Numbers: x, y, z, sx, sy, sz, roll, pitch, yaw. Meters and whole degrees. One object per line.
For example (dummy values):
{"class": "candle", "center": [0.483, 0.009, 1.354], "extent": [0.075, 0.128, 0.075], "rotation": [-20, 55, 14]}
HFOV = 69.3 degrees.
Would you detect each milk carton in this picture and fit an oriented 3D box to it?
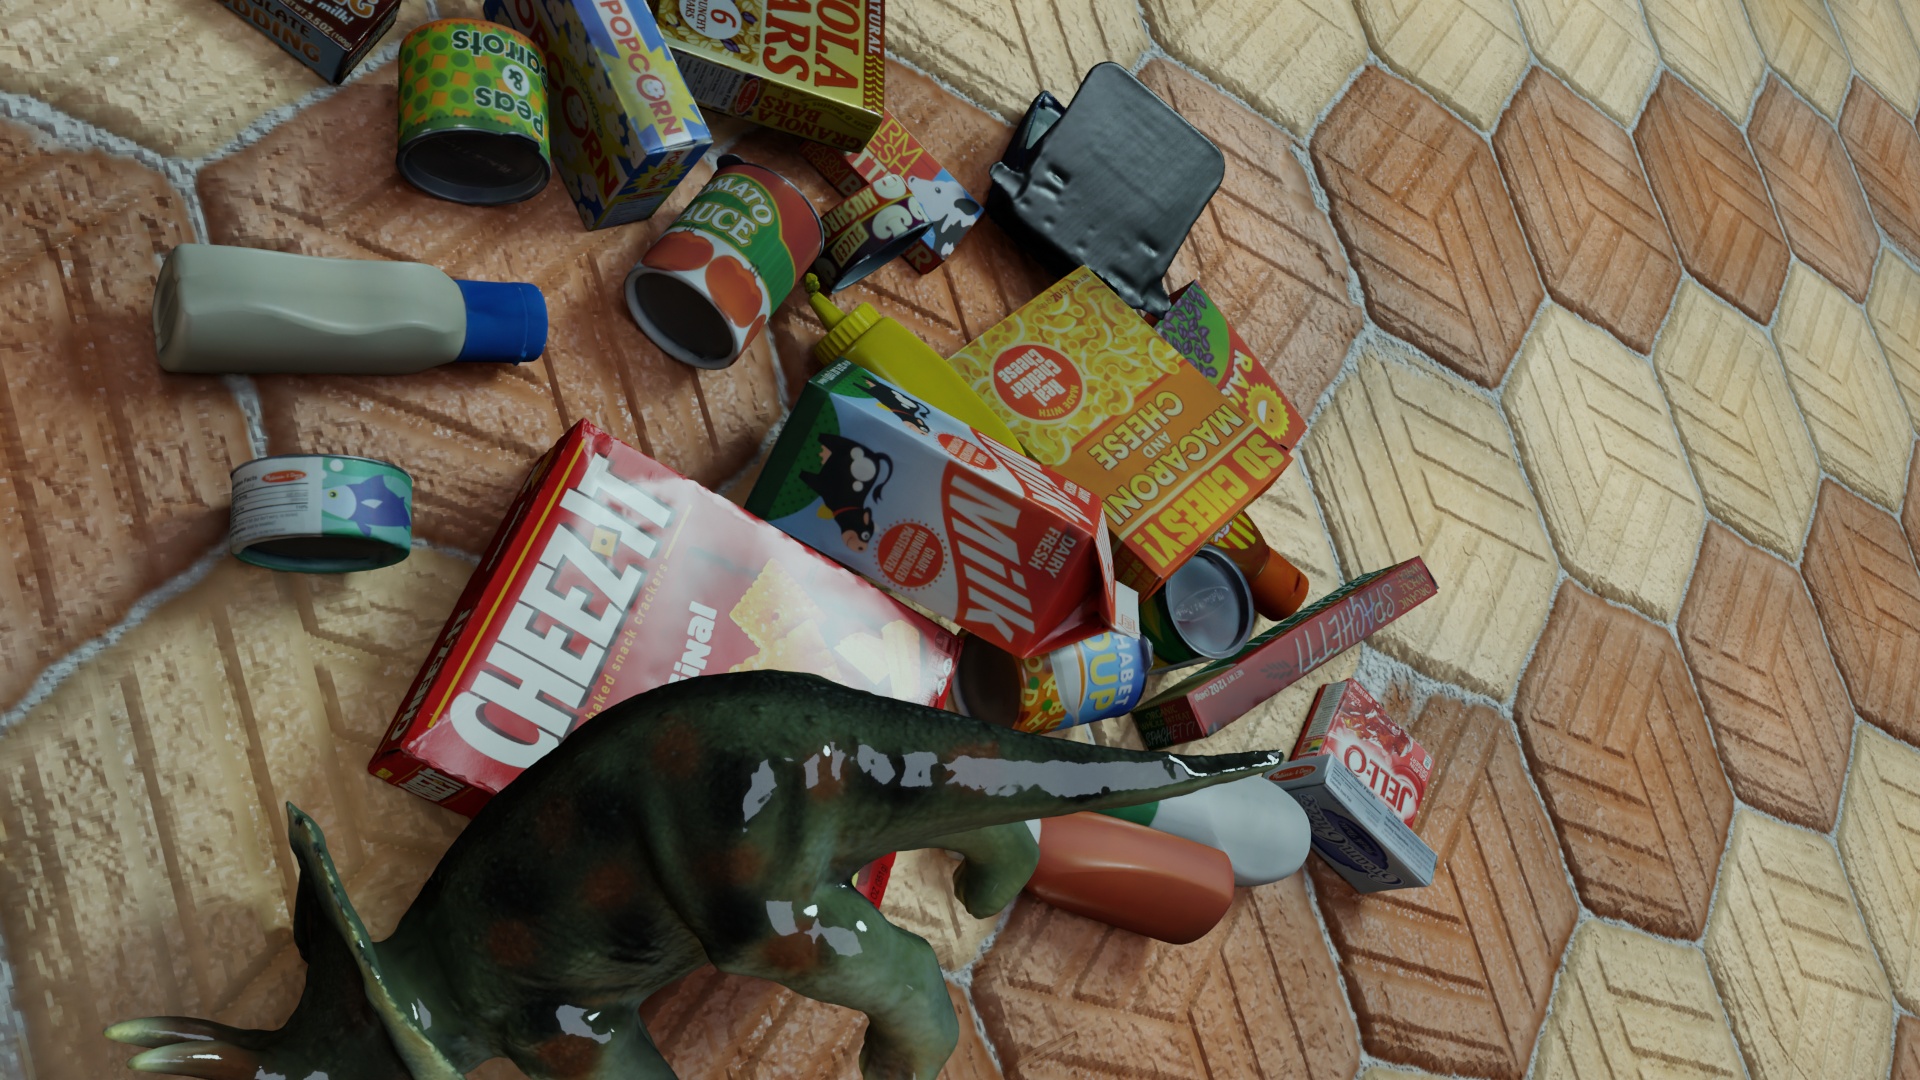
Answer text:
{"class": "milk carton", "center": [0.002, -0.008, 0.670], "extent": [0.190, 0.073, 0.072], "rotation": [28, 18, -2]}

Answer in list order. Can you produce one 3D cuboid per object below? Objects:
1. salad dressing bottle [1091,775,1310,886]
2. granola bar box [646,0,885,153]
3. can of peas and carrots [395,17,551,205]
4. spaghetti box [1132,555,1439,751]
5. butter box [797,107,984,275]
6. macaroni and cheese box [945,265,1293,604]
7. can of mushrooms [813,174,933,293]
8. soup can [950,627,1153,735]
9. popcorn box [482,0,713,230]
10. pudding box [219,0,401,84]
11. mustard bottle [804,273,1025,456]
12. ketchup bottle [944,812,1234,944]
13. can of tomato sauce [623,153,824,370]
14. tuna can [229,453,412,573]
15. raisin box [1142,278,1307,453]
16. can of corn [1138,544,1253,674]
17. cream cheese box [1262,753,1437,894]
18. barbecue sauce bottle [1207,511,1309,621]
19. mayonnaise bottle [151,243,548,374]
{"class": "salad dressing bottle", "center": [0.127, 0.153, 0.774], "extent": [0.148, 0.044, 0.064], "rotation": [19, 61, -27]}
{"class": "granola bar box", "center": [-0.103, -0.299, 0.751], "extent": [0.124, 0.039, 0.166], "rotation": [11, 62, -24]}
{"class": "can of peas and carrots", "center": [-0.220, -0.195, 0.632], "extent": [0.071, 0.070, 0.059], "rotation": [4, 72, -34]}
{"class": "spaghetti box", "center": [0.206, 0.065, 0.853], "extent": [0.251, 0.050, 0.028], "rotation": [-23, 87, -38]}
{"class": "butter box", "center": [-0.039, -0.206, 0.790], "extent": [0.103, 0.024, 0.053], "rotation": [43, 55, -16]}
{"class": "macaroni and cheese box", "center": [0.083, -0.062, 0.774], "extent": [0.166, 0.040, 0.124], "rotation": [45, 60, 12]}
{"class": "can of mushrooms", "center": [-0.051, -0.163, 0.740], "extent": [0.071, 0.071, 0.033], "rotation": [-37, 96, -37]}
{"class": "soup can", "center": [0.047, 0.067, 0.729], "extent": [0.084, 0.071, 0.071], "rotation": [-7, 79, -36]}
{"class": "popcorn box", "center": [-0.176, -0.224, 0.664], "extent": [0.038, 0.085, 0.126], "rotation": [-26, 91, -36]}
{"class": "pudding box", "center": [-0.300, -0.252, 0.622], "extent": [0.083, 0.030, 0.050], "rotation": [36, 57, -20]}
{"class": "mustard bottle", "center": [-0.032, -0.075, 0.729], "extent": [0.160, 0.065, 0.049], "rotation": [48, 54, -6]}
{"class": "ketchup bottle", "center": [0.064, 0.166, 0.716], "extent": [0.149, 0.064, 0.044], "rotation": [21, 42, -19]}
{"class": "can of tomato sauce", "center": [-0.117, -0.137, 0.685], "extent": [0.071, 0.071, 0.083], "rotation": [41, 57, -17]}
{"class": "tuna can", "center": [-0.252, -0.009, 0.553], "extent": [0.071, 0.071, 0.033], "rotation": [4, 74, -34]}
{"class": "raisin box", "center": [0.155, -0.090, 0.877], "extent": [0.123, 0.040, 0.086], "rotation": [50, 53, -11]}
{"class": "can of corn", "center": [0.123, 0.038, 0.799], "extent": [0.071, 0.058, 0.071], "rotation": [11, 69, -31]}
{"class": "cream cheese box", "center": [0.233, 0.172, 0.834], "extent": [0.103, 0.053, 0.024], "rotation": [43, 54, -16]}
{"class": "barbecue sauce bottle", "center": [0.148, -0.005, 0.840], "extent": [0.148, 0.043, 0.065], "rotation": [37, 53, -20]}
{"class": "mayonnaise bottle", "center": [-0.251, -0.094, 0.585], "extent": [0.148, 0.064, 0.041], "rotation": [-5, 74, -40]}
